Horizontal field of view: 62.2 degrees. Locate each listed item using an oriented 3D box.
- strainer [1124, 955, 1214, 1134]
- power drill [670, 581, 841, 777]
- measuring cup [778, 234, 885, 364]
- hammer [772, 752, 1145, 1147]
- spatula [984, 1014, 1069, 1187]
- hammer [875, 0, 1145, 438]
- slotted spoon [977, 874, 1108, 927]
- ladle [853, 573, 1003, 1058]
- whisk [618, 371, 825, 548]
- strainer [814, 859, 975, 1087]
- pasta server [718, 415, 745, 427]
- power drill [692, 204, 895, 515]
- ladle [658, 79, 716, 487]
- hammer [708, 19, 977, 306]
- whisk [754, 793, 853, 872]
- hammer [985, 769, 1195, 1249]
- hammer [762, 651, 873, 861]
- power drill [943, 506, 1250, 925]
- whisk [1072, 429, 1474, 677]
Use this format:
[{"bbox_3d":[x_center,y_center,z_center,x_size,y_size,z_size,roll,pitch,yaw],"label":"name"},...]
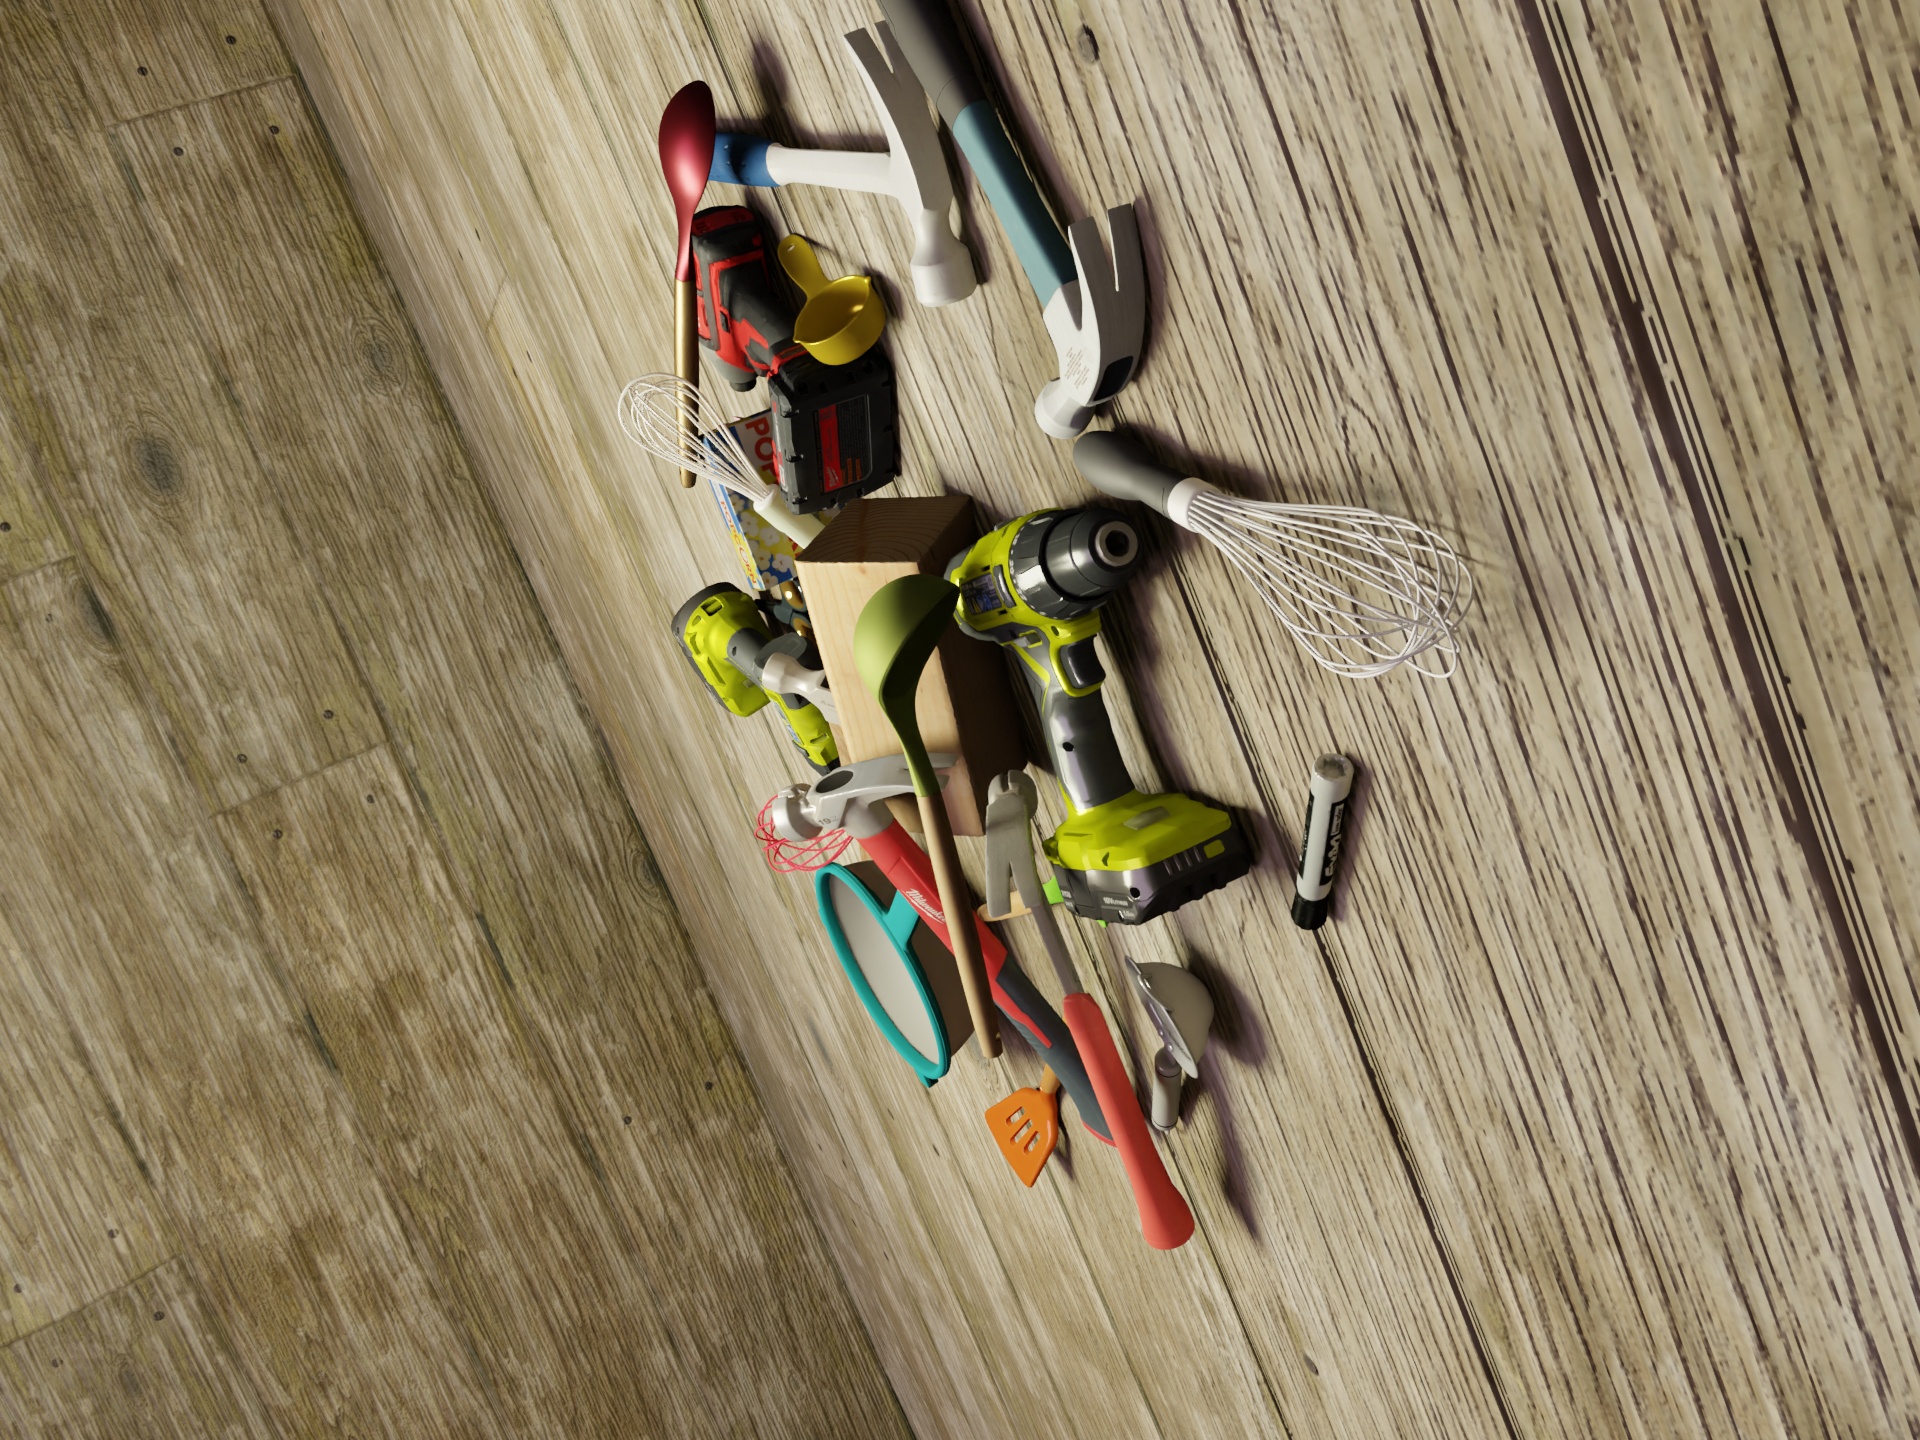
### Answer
[{"bbox_3d":[0.139,0.220,1.051,0.087,0.050,0.258,58,166,33],"label":"strainer"},{"bbox_3d":[-0.170,-0.029,1.479,0.223,0.080,0.171,35,158,48],"label":"power drill"},{"bbox_3d":[-0.089,-0.278,1.034,0.029,0.062,0.157,46,-170,-40],"label":"measuring cup"},{"bbox_3d":[0.035,0.171,1.102,0.143,0.038,0.386,-15,125,37],"label":"hammer"},{"bbox_3d":[0.070,0.301,1.326,0.081,0.041,0.322,56,158,26],"label":"spatula"},{"bbox_3d":[-0.002,-0.305,0.777,0.331,0.033,0.128,63,161,6],"label":"hammer"},{"bbox_3d":[0.056,0.128,1.172,0.070,0.031,0.313,63,163,4],"label":"slotted spoon"},{"bbox_3d":[-0.003,0.066,0.946,0.062,0.078,0.320,-1,114,29],"label":"ladle"},{"bbox_3d":[-0.149,-0.167,1.162,0.246,0.059,0.058,39,-161,-33],"label":"whisk"},{"bbox_3d":[-0.026,0.170,1.335,0.211,0.095,0.340,56,157,18],"label":"strainer"},{"bbox_3d":[-0.123,-0.106,1.330,0.040,0.060,0.316,-5,117,34],"label":"pasta server"},{"bbox_3d":[-0.129,-0.250,1.117,0.220,0.078,0.143,55,157,36],"label":"power drill"},{"bbox_3d":[-0.189,-0.286,1.098,0.315,0.031,0.069,100,149,-47],"label":"ladle"},{"bbox_3d":[-0.110,-0.354,0.995,0.406,0.035,0.144,35,145,55],"label":"hammer"},{"bbox_3d":[-0.080,0.067,1.284,0.296,0.073,0.073,-24,91,48],"label":"whisk"},{"bbox_3d":[0.087,0.212,1.024,0.149,0.036,0.358,-90,-20,-63],"label":"hammer"},{"bbox_3d":[-0.084,0.056,1.376,0.130,0.031,0.331,20,153,15],"label":"hammer"},{"bbox_3d":[0.076,-0.008,0.880,0.228,0.080,0.190,69,161,-4],"label":"power drill"},{"bbox_3d":[0.121,-0.087,0.702,0.285,0.070,0.070,43,152,55],"label":"whisk"}]
